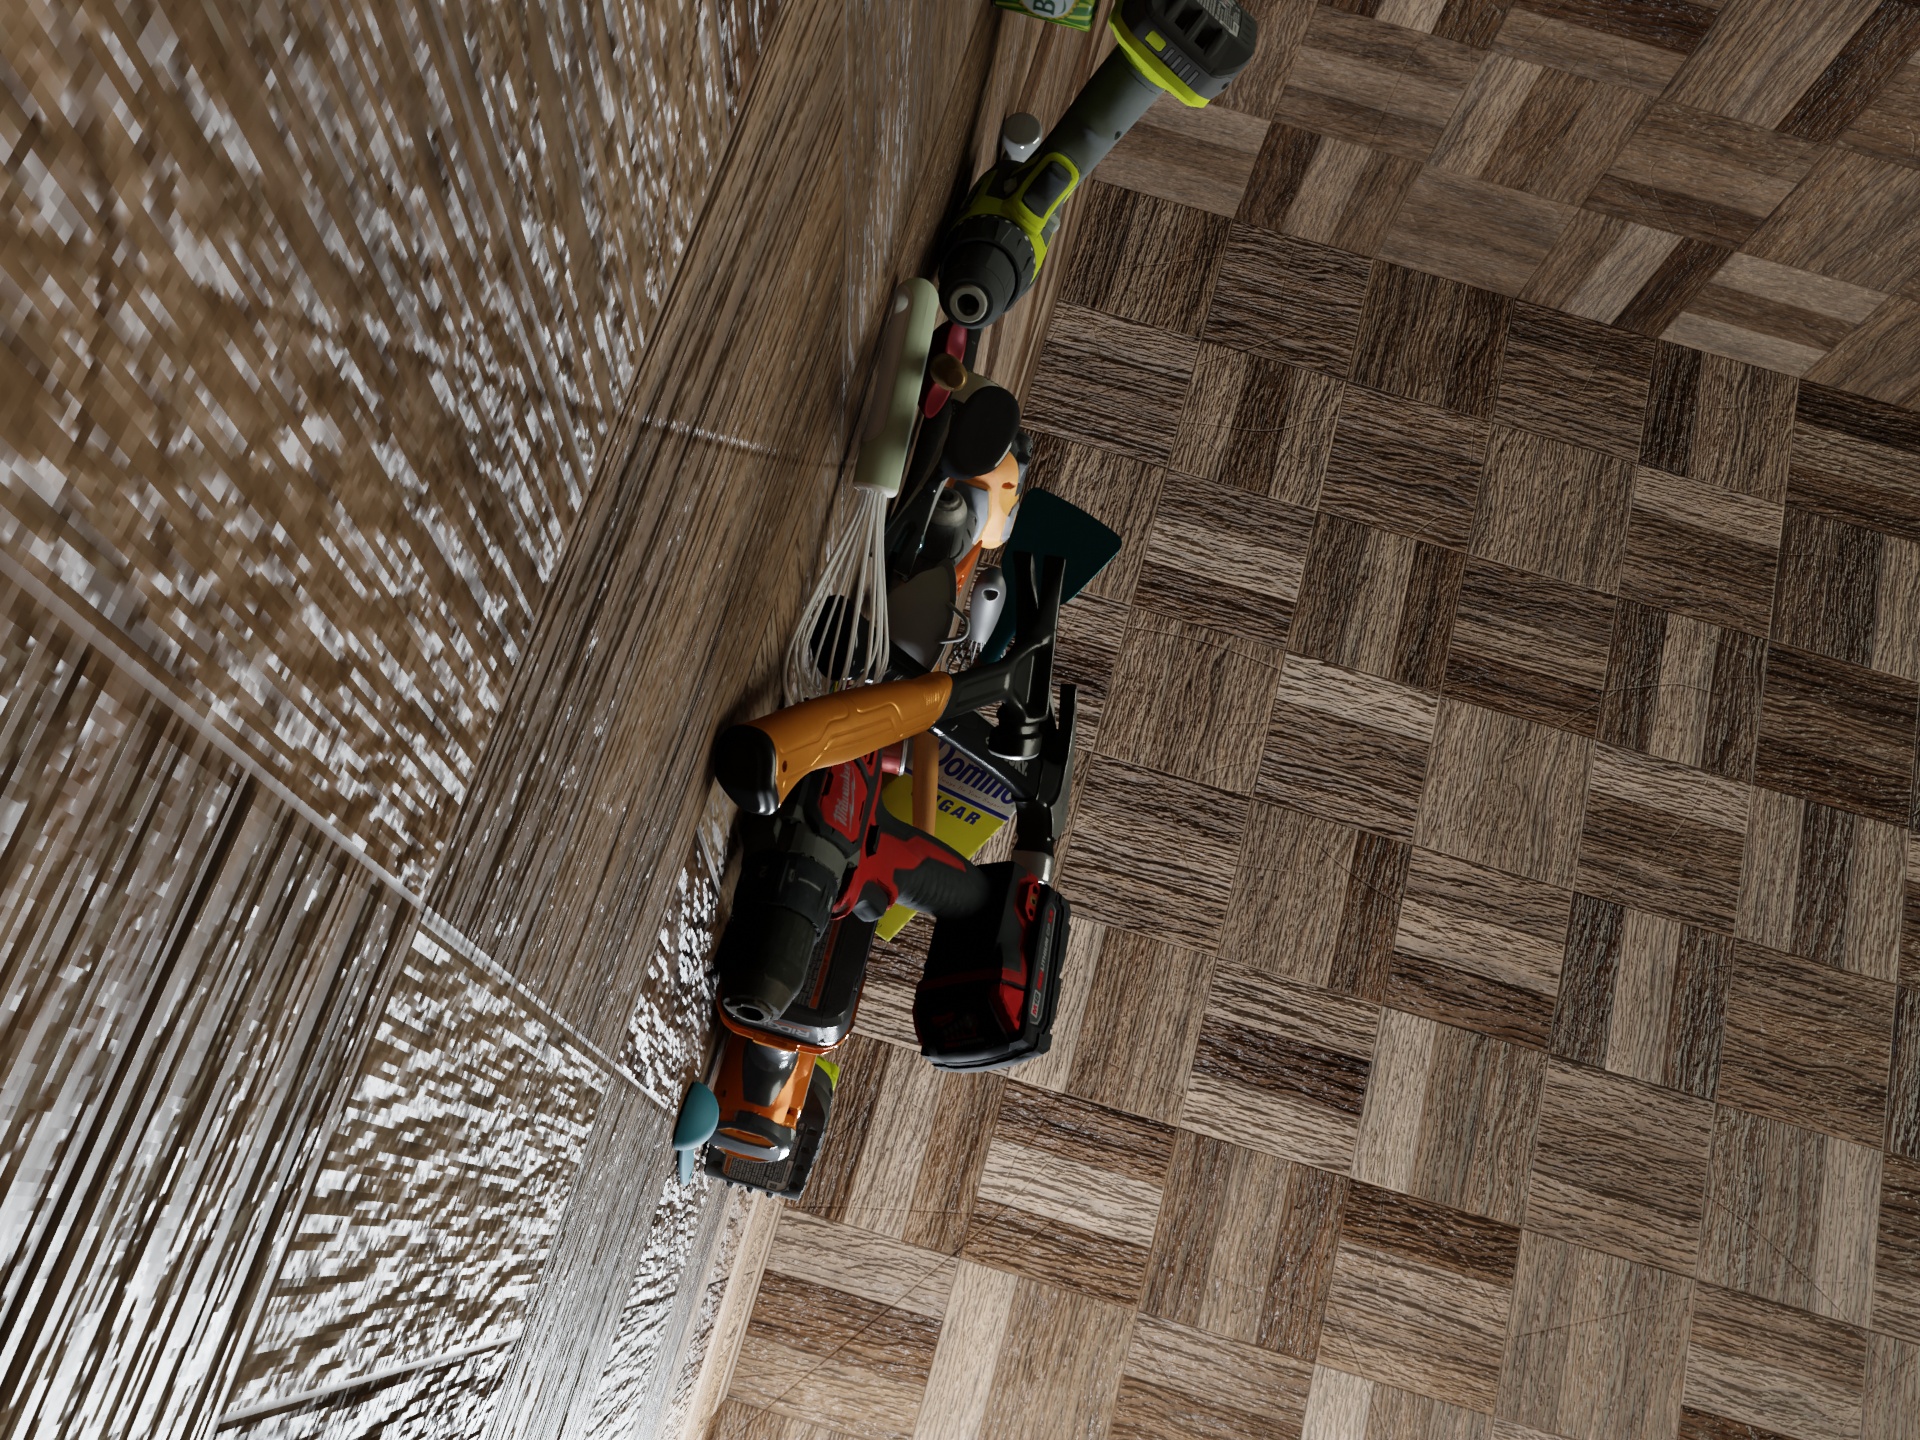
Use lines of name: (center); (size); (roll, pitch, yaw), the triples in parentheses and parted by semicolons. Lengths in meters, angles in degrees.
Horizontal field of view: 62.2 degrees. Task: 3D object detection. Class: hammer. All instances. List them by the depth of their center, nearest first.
hammer: (-0.024, -0.015, 0.838); (0.337, 0.034, 0.127); (-21, 120, -63)
hammer: (-0.005, -0.152, 0.935); (0.149, 0.036, 0.409); (-61, -174, 4)
hammer: (-0.002, -0.003, 1.027); (0.334, 0.035, 0.146); (38, 59, -57)
hammer: (0.002, -0.282, 1.201); (0.128, 0.033, 0.331); (97, 9, -77)

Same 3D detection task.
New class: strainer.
strainer: (-0.040, -0.079, 1.157); (0.258, 0.050, 0.087); (-146, -109, -78)

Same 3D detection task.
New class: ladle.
ladle: (-0.009, -0.205, 0.932); (0.315, 0.031, 0.069); (-100, -152, -76)

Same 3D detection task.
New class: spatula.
spatula: (-0.015, -0.020, 1.145); (0.323, 0.041, 0.081); (-89, -158, -50)
spatula: (0.009, -0.023, 1.213); (0.317, 0.082, 0.044); (-59, 179, 12)

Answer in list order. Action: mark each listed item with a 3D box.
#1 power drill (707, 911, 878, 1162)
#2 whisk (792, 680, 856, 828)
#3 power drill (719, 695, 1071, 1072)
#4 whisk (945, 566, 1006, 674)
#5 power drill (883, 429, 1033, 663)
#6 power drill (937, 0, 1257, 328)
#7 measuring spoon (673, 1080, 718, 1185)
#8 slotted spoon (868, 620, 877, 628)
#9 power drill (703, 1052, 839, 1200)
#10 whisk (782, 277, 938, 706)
power drill: (-0.109, 0.171, 1.024); (0.226, 0.084, 0.164); (111, -6, -53)
whisk: (-0.087, 0.013, 1.019); (0.245, 0.051, 0.047); (-65, 151, -56)
power drill: (-0.039, 0.117, 0.888); (0.080, 0.226, 0.188); (-18, -136, 35)
whisk: (0.020, -0.074, 1.326); (0.238, 0.055, 0.055); (101, 5, -72)
power drill: (-0.005, -0.171, 1.360); (0.185, 0.084, 0.226); (105, 7, -48)
power drill: (0.070, -0.343, 0.962); (0.228, 0.080, 0.191); (-43, -163, 32)
measuring spoon: (-0.165, 0.269, 1.004); (0.128, 0.021, 0.042); (103, 3, -53)
slotted spoon: (-0.073, -0.024, 1.328); (0.313, 0.031, 0.070); (96, 13, -73)
power drill: (-0.130, 0.251, 1.235); (0.223, 0.080, 0.171); (-78, -175, -57)
whisk: (-0.048, -0.116, 0.847); (0.058, 0.059, 0.246); (11, -91, 54)
